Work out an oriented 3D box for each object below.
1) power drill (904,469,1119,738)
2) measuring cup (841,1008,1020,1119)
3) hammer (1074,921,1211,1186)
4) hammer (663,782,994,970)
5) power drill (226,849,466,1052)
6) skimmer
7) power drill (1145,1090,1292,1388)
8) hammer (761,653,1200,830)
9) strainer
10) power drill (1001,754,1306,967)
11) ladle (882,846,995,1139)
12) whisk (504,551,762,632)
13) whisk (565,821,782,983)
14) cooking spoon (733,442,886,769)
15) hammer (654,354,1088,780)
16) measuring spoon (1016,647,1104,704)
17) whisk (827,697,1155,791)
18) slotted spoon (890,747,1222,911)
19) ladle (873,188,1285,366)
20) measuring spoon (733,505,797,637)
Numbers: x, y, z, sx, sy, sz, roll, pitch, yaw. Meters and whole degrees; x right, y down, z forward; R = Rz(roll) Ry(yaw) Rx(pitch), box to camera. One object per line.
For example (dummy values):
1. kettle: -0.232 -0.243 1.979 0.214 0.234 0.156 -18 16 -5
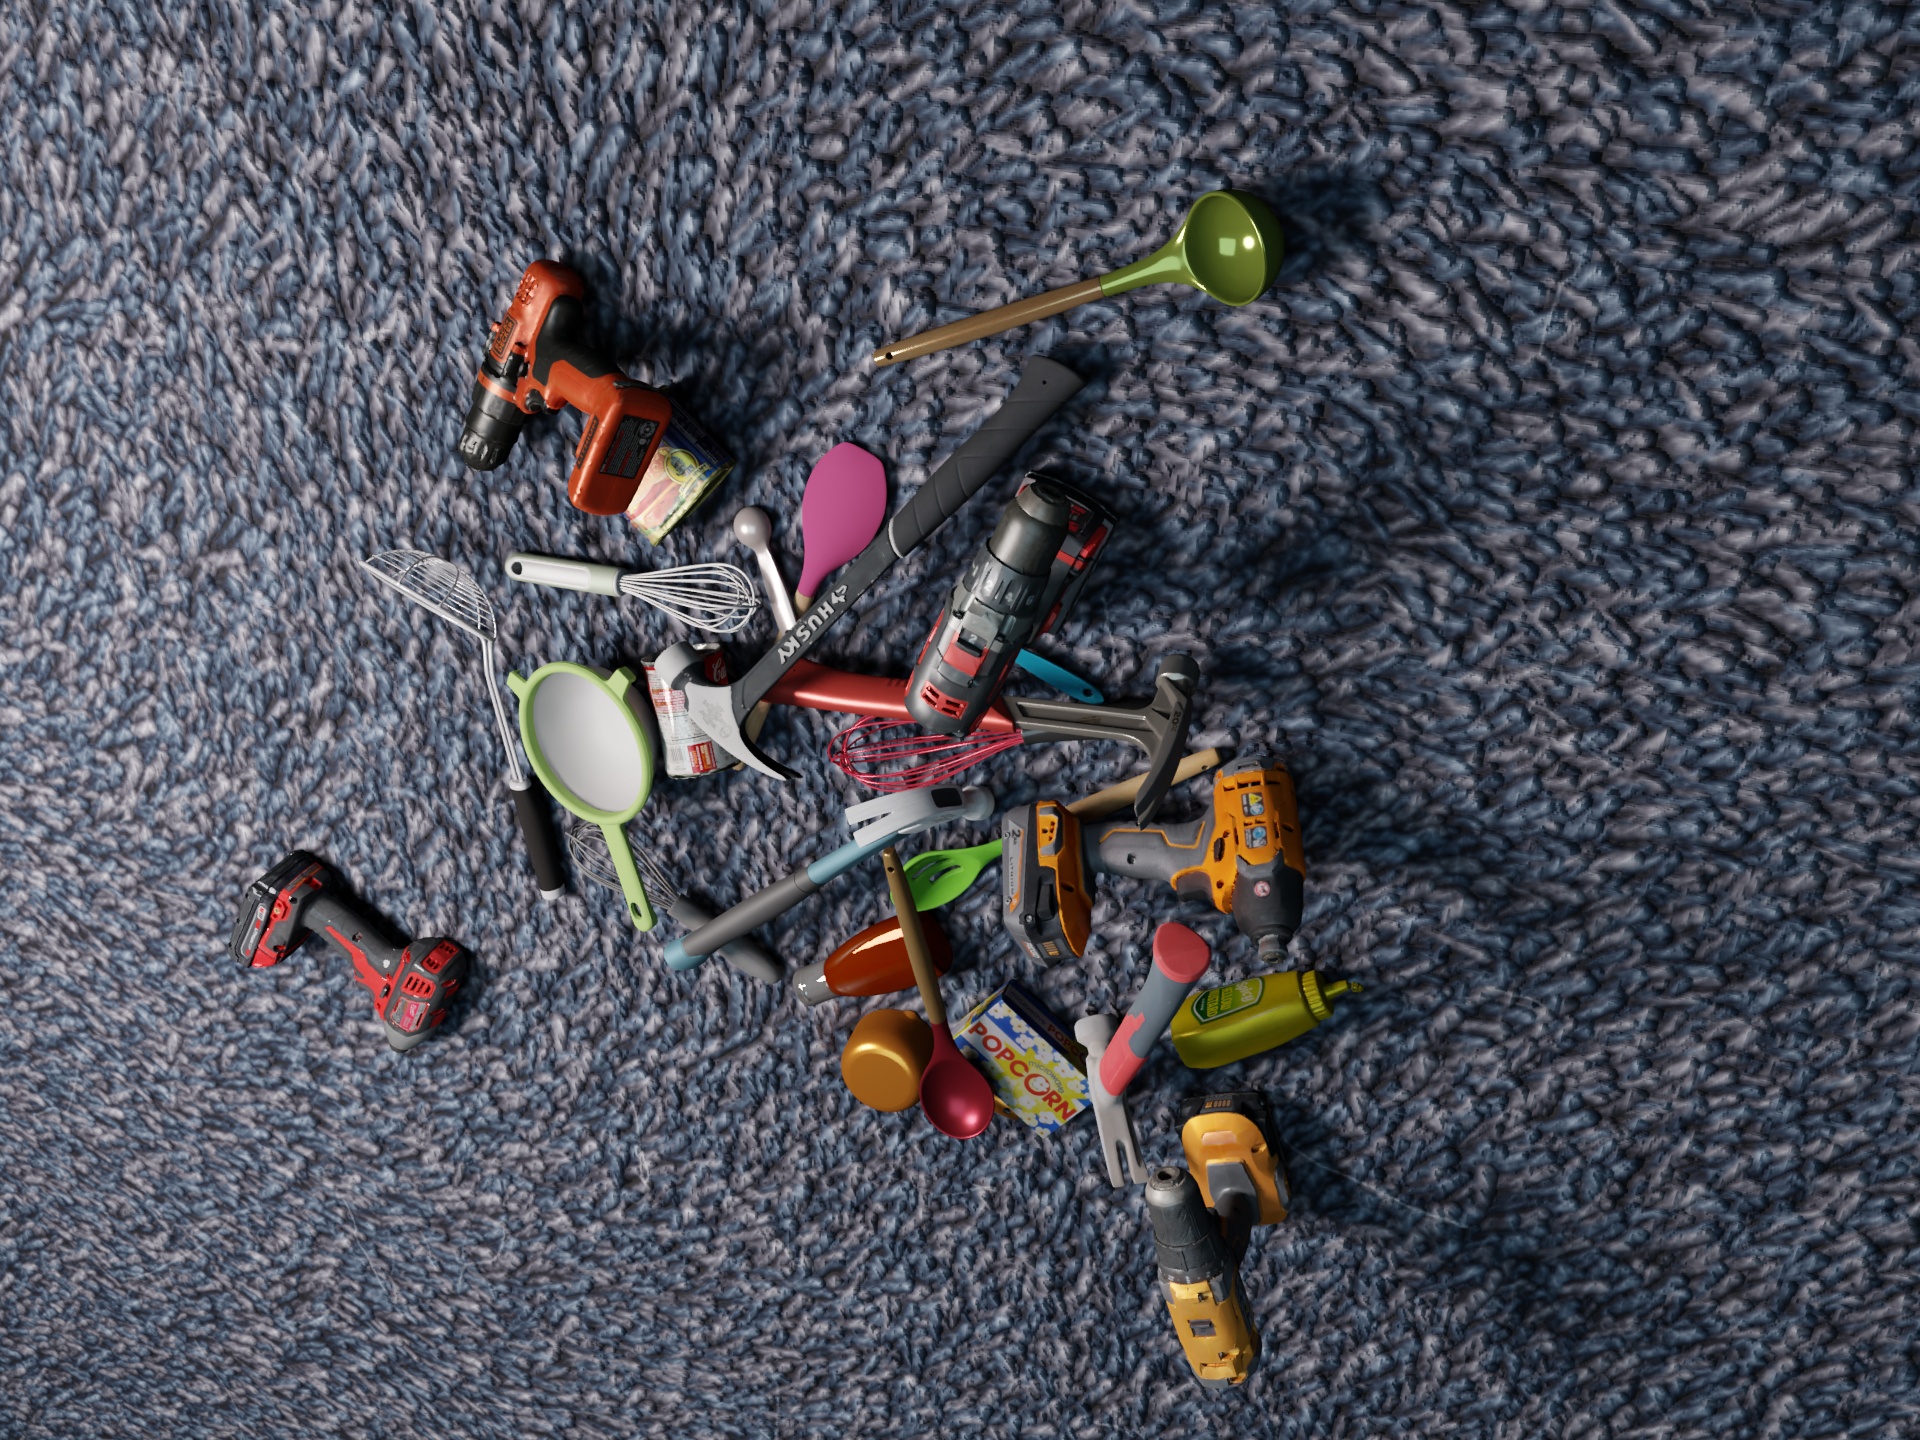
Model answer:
1. power drill: 0.044 -0.105 1.122 0.080 0.227 0.187 29 120 4
2. measuring cup: -0.028 0.333 1.448 0.173 0.052 0.095 26 119 8
3. hammer: 0.139 0.248 1.194 0.038 0.143 0.386 -8 156 -7
4. hammer: -0.130 0.137 1.355 0.331 0.128 0.033 -32 71 29
5. power drill: -0.612 0.241 1.597 0.219 0.079 0.143 31 120 0
6. skimmer: -0.437 0.014 1.422 0.127 0.090 0.363 21 128 48
7. power drill: 0.206 0.393 1.296 0.084 0.226 0.185 -12 110 23
8. hammer: -0.002 -0.004 1.235 0.359 0.149 0.036 7 142 23
9. strainer: -0.295 0.059 1.399 0.151 0.069 0.256 0 113 35
10. power drill: 0.150 0.122 1.215 0.226 0.164 0.084 -12 143 15
11. ladle: -0.026 0.235 1.350 0.069 0.031 0.315 -4 122 15
12. whisk: -0.278 -0.114 1.334 0.246 0.059 0.057 10 105 20
13. whisk: -0.262 0.169 1.461 0.239 0.055 0.055 37 120 -5
14. cooking spoon: -0.136 -0.085 1.314 0.069 0.017 0.318 30 120 7
15. hammer: -0.058 -0.122 1.212 0.409 0.036 0.149 -43 78 17
16. measuring spoon: 0.061 -0.051 1.267 0.128 0.021 0.042 30 133 -6
17. whisk: 0.033 0.011 1.280 0.296 0.073 0.073 -7 111 15
18. slotted spoon: 0.074 0.088 1.314 0.314 0.031 0.070 -25 139 24
19. ladle: 0.074 -0.297 1.125 0.320 0.062 0.078 -11 109 26
20. measuring spoon: -0.157 -0.114 1.295 0.034 0.018 0.124 -15 97 35
